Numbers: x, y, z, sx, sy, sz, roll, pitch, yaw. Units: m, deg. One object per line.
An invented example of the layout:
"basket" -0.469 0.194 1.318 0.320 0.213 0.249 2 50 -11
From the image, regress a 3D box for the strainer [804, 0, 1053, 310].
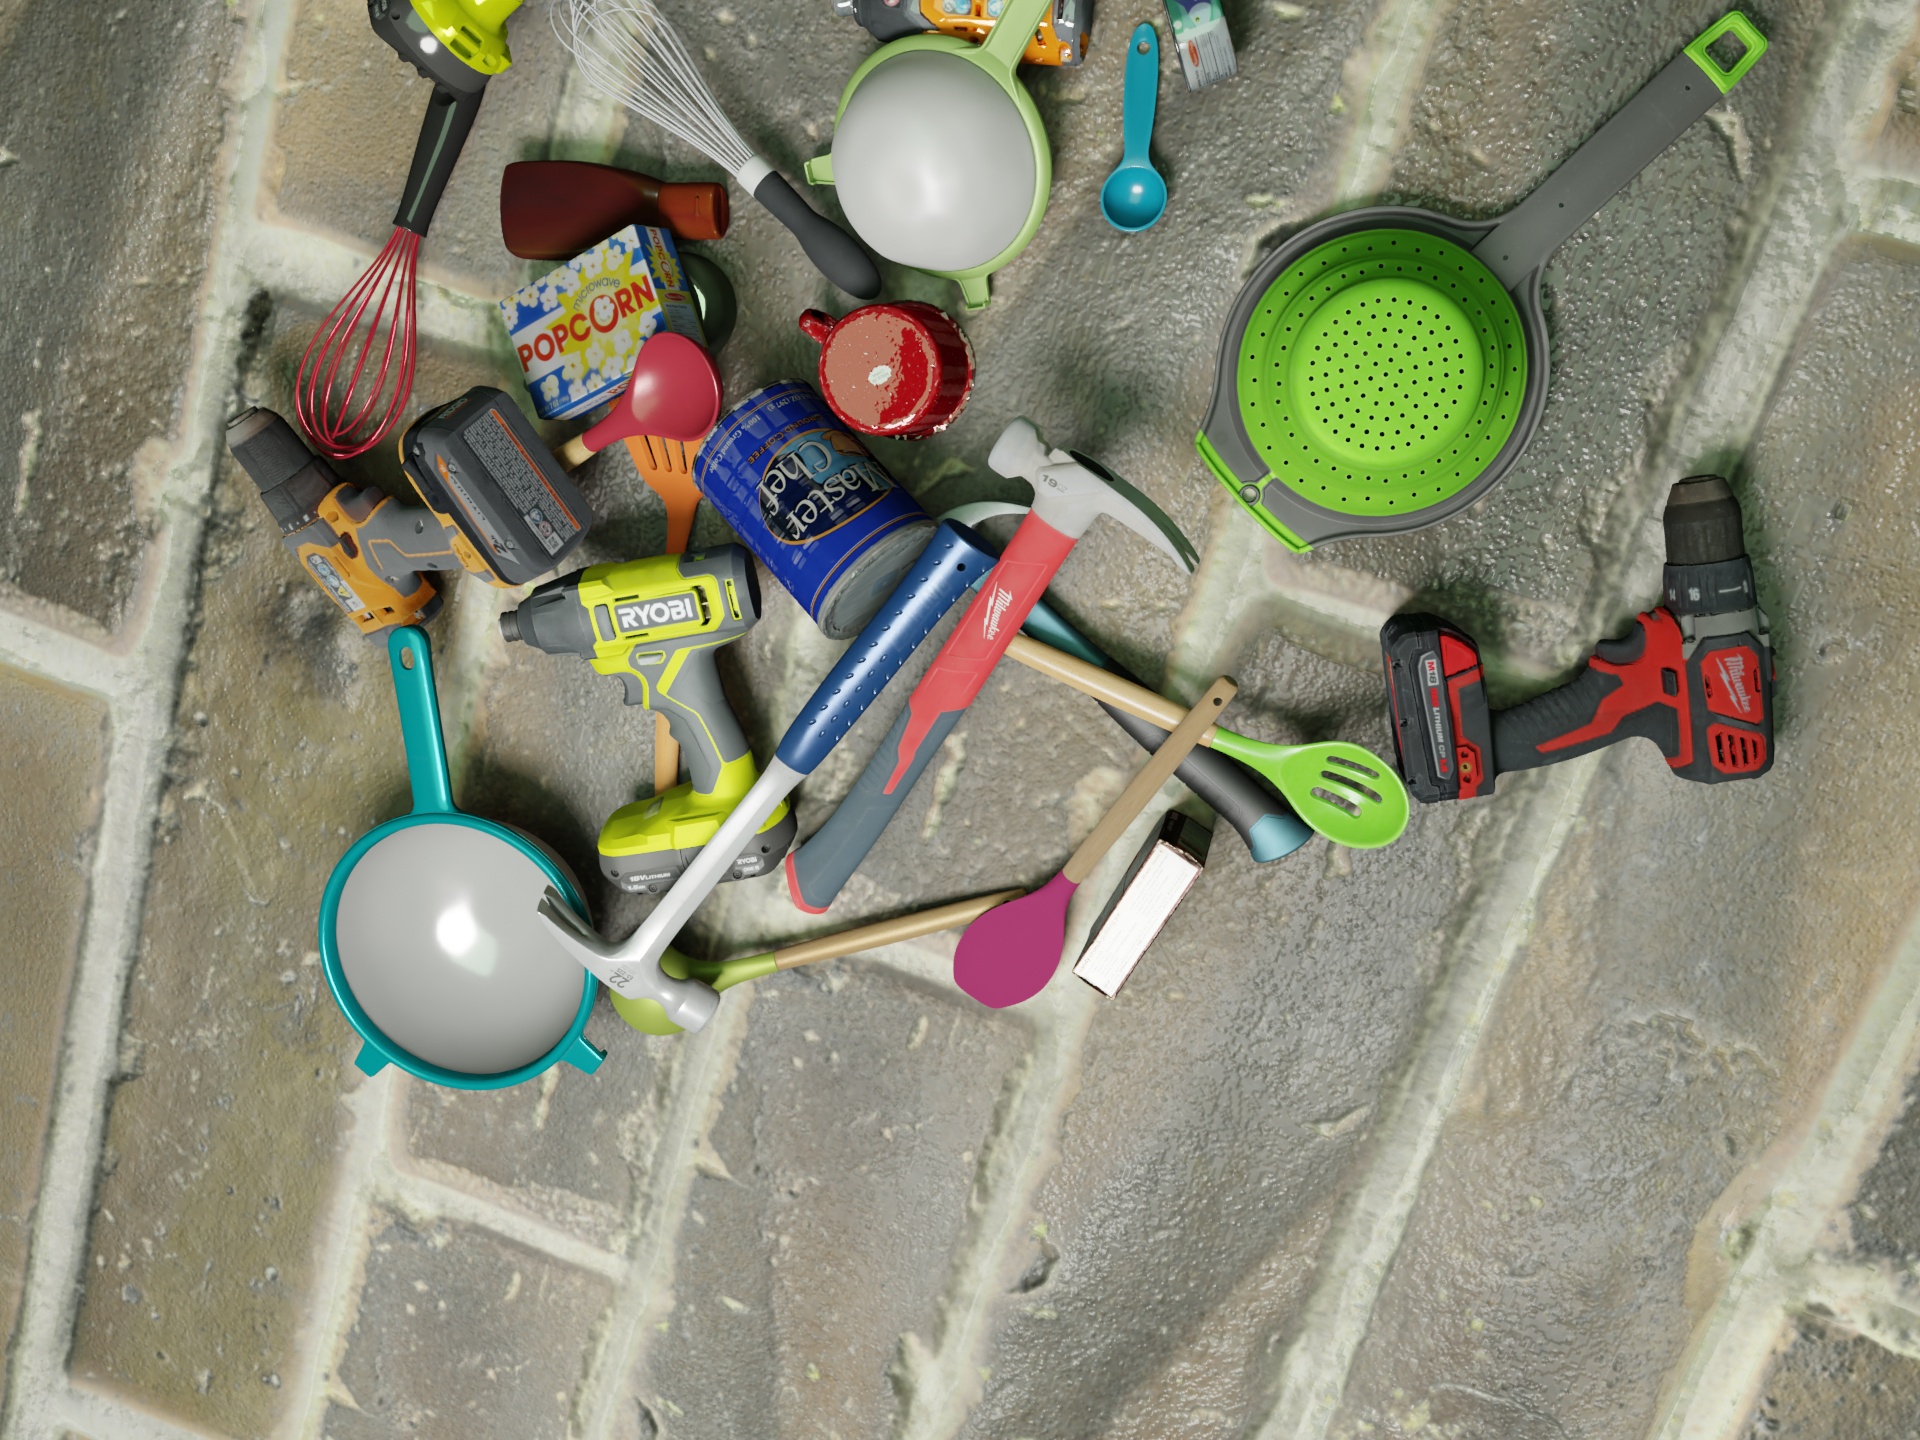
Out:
"strainer" 0.000 -0.367 0.945 0.151 0.069 0.256 39 134 0

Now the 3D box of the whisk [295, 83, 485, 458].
"whisk" -0.386 -0.320 1.098 0.073 0.073 0.296 24 98 6

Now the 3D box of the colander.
"colander" 0.312 -0.263 0.941 0.397 0.094 0.204 -43 90 17

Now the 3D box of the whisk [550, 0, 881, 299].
"whisk" -0.155 -0.374 1.027 0.284 0.070 0.070 45 106 1

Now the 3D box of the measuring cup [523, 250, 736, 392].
"measuring cup" -0.234 -0.262 1.084 0.167 0.038 0.083 -22 96 13

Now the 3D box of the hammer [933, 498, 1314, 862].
"hammer" 0.100 -0.022 1.068 0.331 0.033 0.128 42 107 1

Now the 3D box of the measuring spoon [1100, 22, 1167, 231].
"measuring spoon" 0.113 -0.372 1.005 0.042 0.021 0.128 4 93 12

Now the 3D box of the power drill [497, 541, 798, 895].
"power drill" -0.206 0.000 1.081 0.171 0.080 0.223 -9 112 3

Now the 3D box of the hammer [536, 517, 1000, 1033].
"hammer" -0.120 0.033 1.026 0.144 0.035 0.405 34 111 -17

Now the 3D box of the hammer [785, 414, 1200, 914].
"hammer" -0.002 -0.003 1.050 0.143 0.038 0.386 36 118 4

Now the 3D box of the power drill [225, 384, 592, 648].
"power drill" -0.379 -0.151 1.067 0.226 0.084 0.185 -13 121 37

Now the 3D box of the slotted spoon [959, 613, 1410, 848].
"slotted spoon" 0.142 -0.002 1.032 0.314 0.031 0.070 25 121 8

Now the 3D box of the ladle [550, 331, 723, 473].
"ladle" -0.264 -0.175 1.066 0.315 0.031 0.069 -22 98 36

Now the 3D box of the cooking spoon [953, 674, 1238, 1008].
"cooking spoon" 0.089 0.087 1.067 0.069 0.017 0.318 35 121 -1

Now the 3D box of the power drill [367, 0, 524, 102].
"power drill" -0.266 -0.517 0.996 0.228 0.080 0.191 -30 58 20

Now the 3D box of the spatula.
"spatula" -0.209 -0.072 1.118 0.081 0.041 0.322 11 105 25

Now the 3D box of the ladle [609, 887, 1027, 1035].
"ladle" -0.105 0.163 1.152 0.320 0.062 0.078 -15 100 7

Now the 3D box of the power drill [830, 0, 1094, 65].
"power drill" 0.005 -0.521 0.962 0.164 0.084 0.226 7 107 10

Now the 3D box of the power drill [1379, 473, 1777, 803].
"power drill" 0.381 -0.044 0.985 0.226 0.080 0.188 -8 100 10

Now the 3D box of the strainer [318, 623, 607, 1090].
"strainer" -0.357 0.093 1.153 0.211 0.095 0.340 -3 102 11
